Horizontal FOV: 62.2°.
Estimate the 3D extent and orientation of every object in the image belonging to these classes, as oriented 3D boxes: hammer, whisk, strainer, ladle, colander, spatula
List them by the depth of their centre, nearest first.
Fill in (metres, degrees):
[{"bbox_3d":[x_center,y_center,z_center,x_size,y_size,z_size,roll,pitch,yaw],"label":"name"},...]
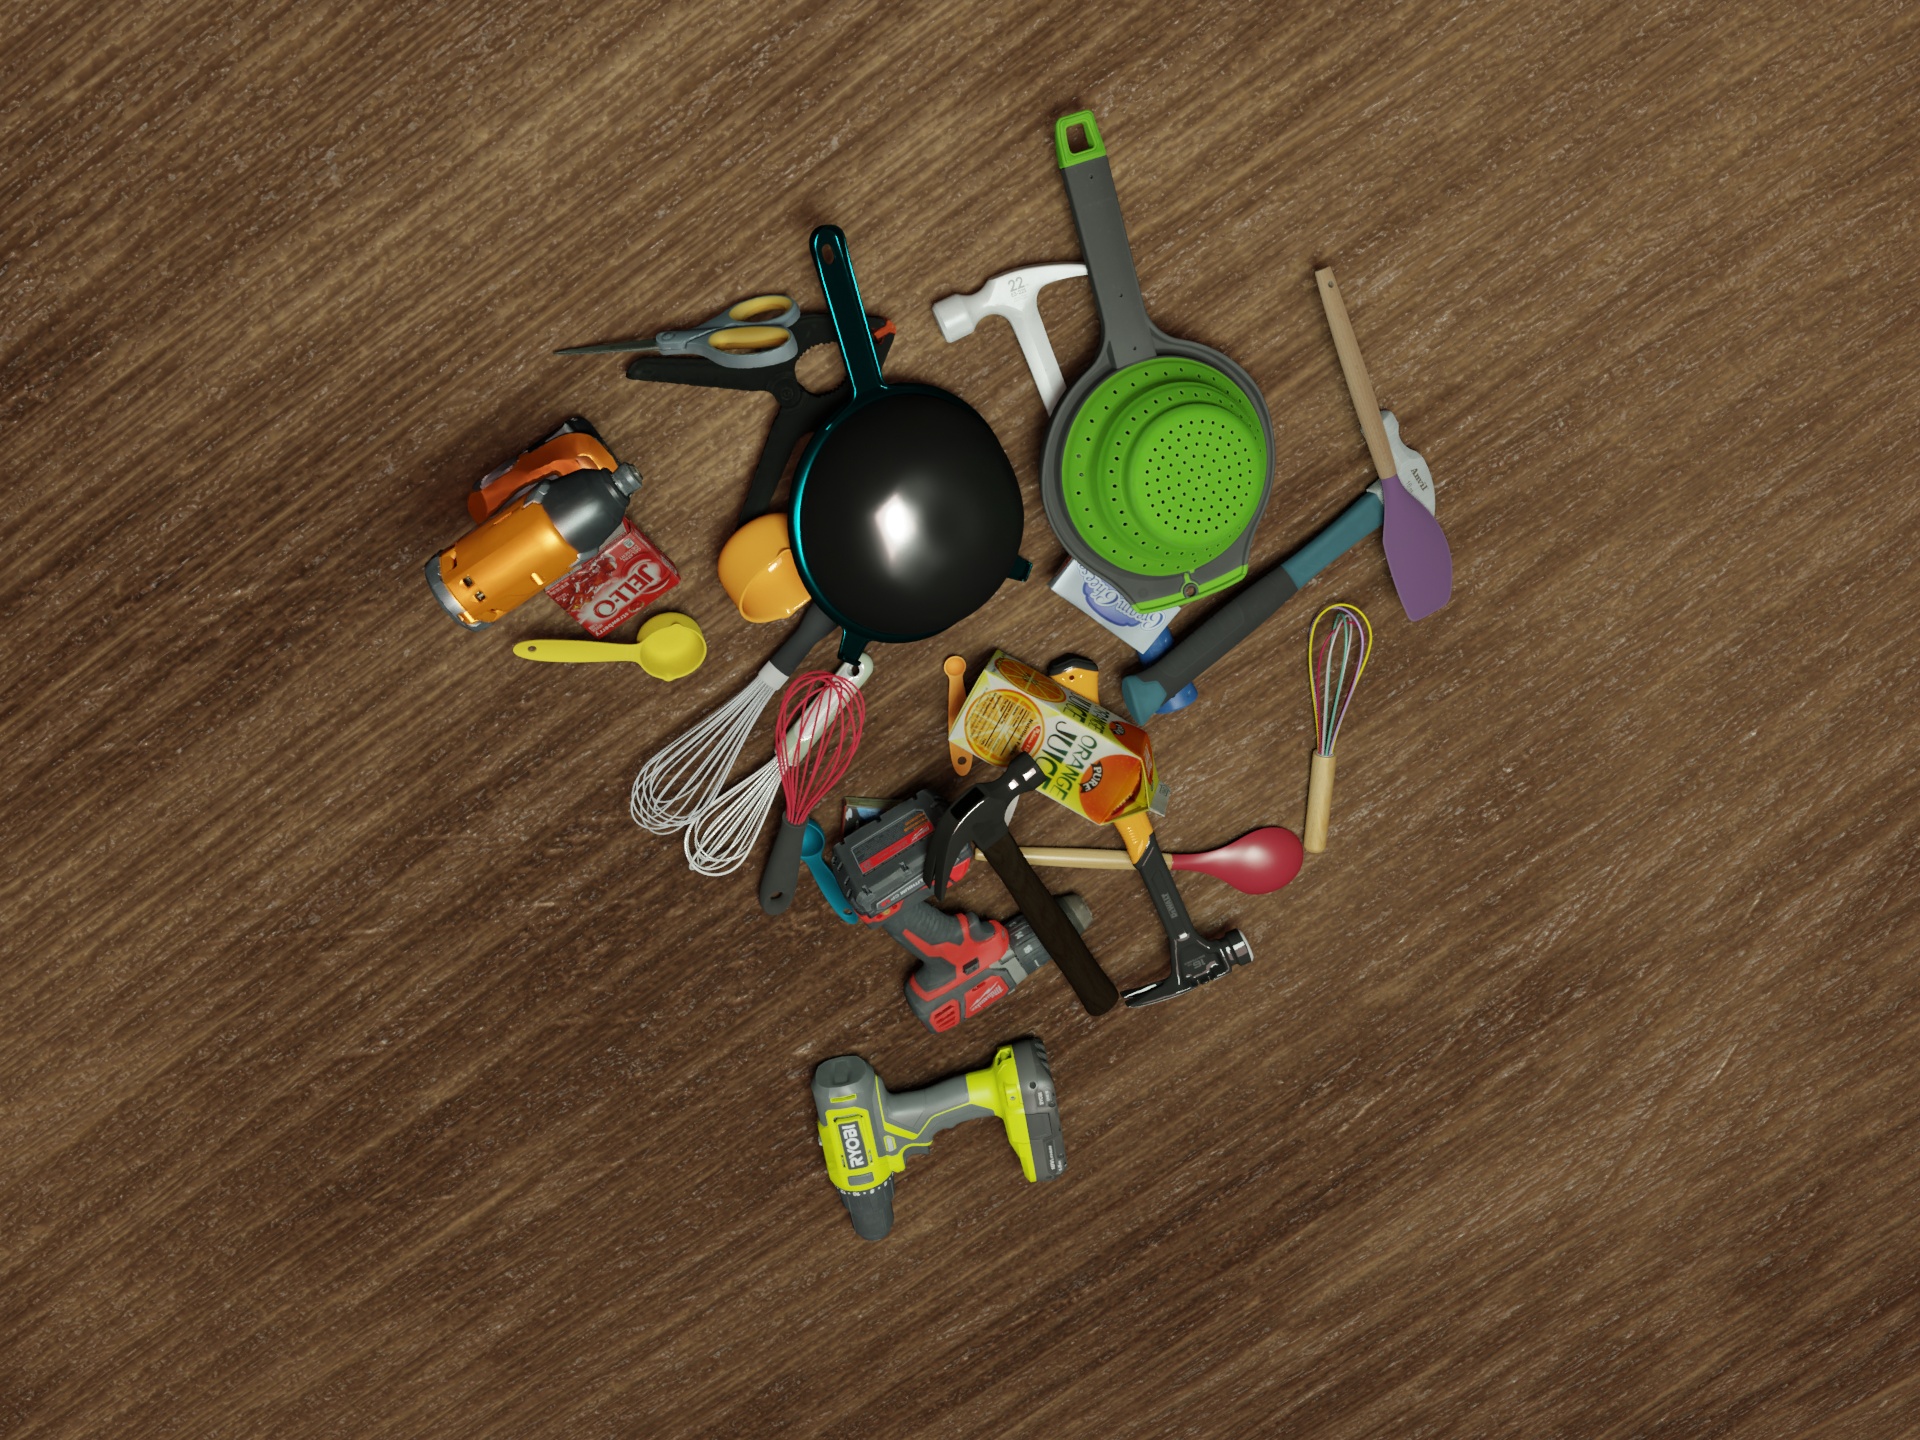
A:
[{"bbox_3d":[-0.040,-0.214,1.231,0.211,0.095,0.340,-28,117,-24],"label":"strainer"},{"bbox_3d":[0.148,-0.271,1.233,0.204,0.095,0.397,-20,108,-8],"label":"colander"},{"bbox_3d":[0.352,-0.229,1.328,0.060,0.018,0.315,-29,112,-10],"label":"spatula"},{"bbox_3d":[0.120,-0.189,1.339,0.144,0.035,0.405,-24,112,2],"label":"hammer"},{"bbox_3d":[-0.136,0.070,1.349,0.073,0.073,0.295,9,133,-11],"label":"whisk"},{"bbox_3d":[-0.180,-0.014,1.357,0.070,0.070,0.284,40,96,-19],"label":"whisk"},{"bbox_3d":[0.271,-0.115,1.367,0.331,0.033,0.128,-39,112,-1],"label":"hammer"},{"bbox_3d":[-0.158,0.038,1.383,0.058,0.059,0.246,40,97,8],"label":"whisk"},{"bbox_3d":[0.068,0.167,1.387,0.130,0.031,0.331,-37,133,-6],"label":"hammer"},{"bbox_3d":[0.148,0.098,1.432,0.127,0.034,0.336,-24,105,1],"label":"hammer"},{"bbox_3d":[0.337,0.011,1.442,0.047,0.051,0.244,-5,114,-12],"label":"whisk"},{"bbox_3d":[0.169,0.128,1.473,0.315,0.031,0.069,3,109,-7],"label":"ladle"}]

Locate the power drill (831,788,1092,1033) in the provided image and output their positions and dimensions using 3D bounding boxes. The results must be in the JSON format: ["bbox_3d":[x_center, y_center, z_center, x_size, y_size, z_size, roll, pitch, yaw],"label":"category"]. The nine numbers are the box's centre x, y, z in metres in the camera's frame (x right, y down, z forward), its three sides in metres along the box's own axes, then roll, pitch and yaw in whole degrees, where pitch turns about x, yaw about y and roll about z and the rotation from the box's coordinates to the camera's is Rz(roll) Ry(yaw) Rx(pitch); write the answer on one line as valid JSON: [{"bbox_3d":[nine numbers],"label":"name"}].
[{"bbox_3d":[0.006,0.166,1.418,0.188,0.080,0.226,-31,129,-1],"label":"power drill"}]

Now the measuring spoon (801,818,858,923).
[{"bbox_3d":[-0.123,0.134,1.442,0.042,0.021,0.128,-16,123,19],"label":"measuring spoon"}]

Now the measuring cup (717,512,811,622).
[{"bbox_3d":[-0.121,-0.149,1.312,0.173,0.052,0.095,-32,157,-19],"label":"measuring cup"}]

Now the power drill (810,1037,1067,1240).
[{"bbox_3d":[-0.019,0.401,1.524,0.228,0.080,0.190,-10,112,-1],"label":"power drill"}]

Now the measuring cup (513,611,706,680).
[{"bbox_3d":[-0.290,-0.065,1.316,0.156,0.029,0.062,0,132,-19],"label":"measuring cup"}]

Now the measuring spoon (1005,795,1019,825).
[{"bbox_3d":[0.045,0.056,1.436,0.034,0.018,0.124,13,115,-13],"label":"measuring spoon"}]

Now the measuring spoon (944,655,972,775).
[{"bbox_3d":[-0.002,-0.004,1.408,0.021,0.011,0.116,-8,115,-9],"label":"measuring spoon"}]

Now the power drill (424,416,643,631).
[{"bbox_3d":[-0.304,-0.158,1.189,0.164,0.227,0.084,-33,112,5],"label":"power drill"}]
